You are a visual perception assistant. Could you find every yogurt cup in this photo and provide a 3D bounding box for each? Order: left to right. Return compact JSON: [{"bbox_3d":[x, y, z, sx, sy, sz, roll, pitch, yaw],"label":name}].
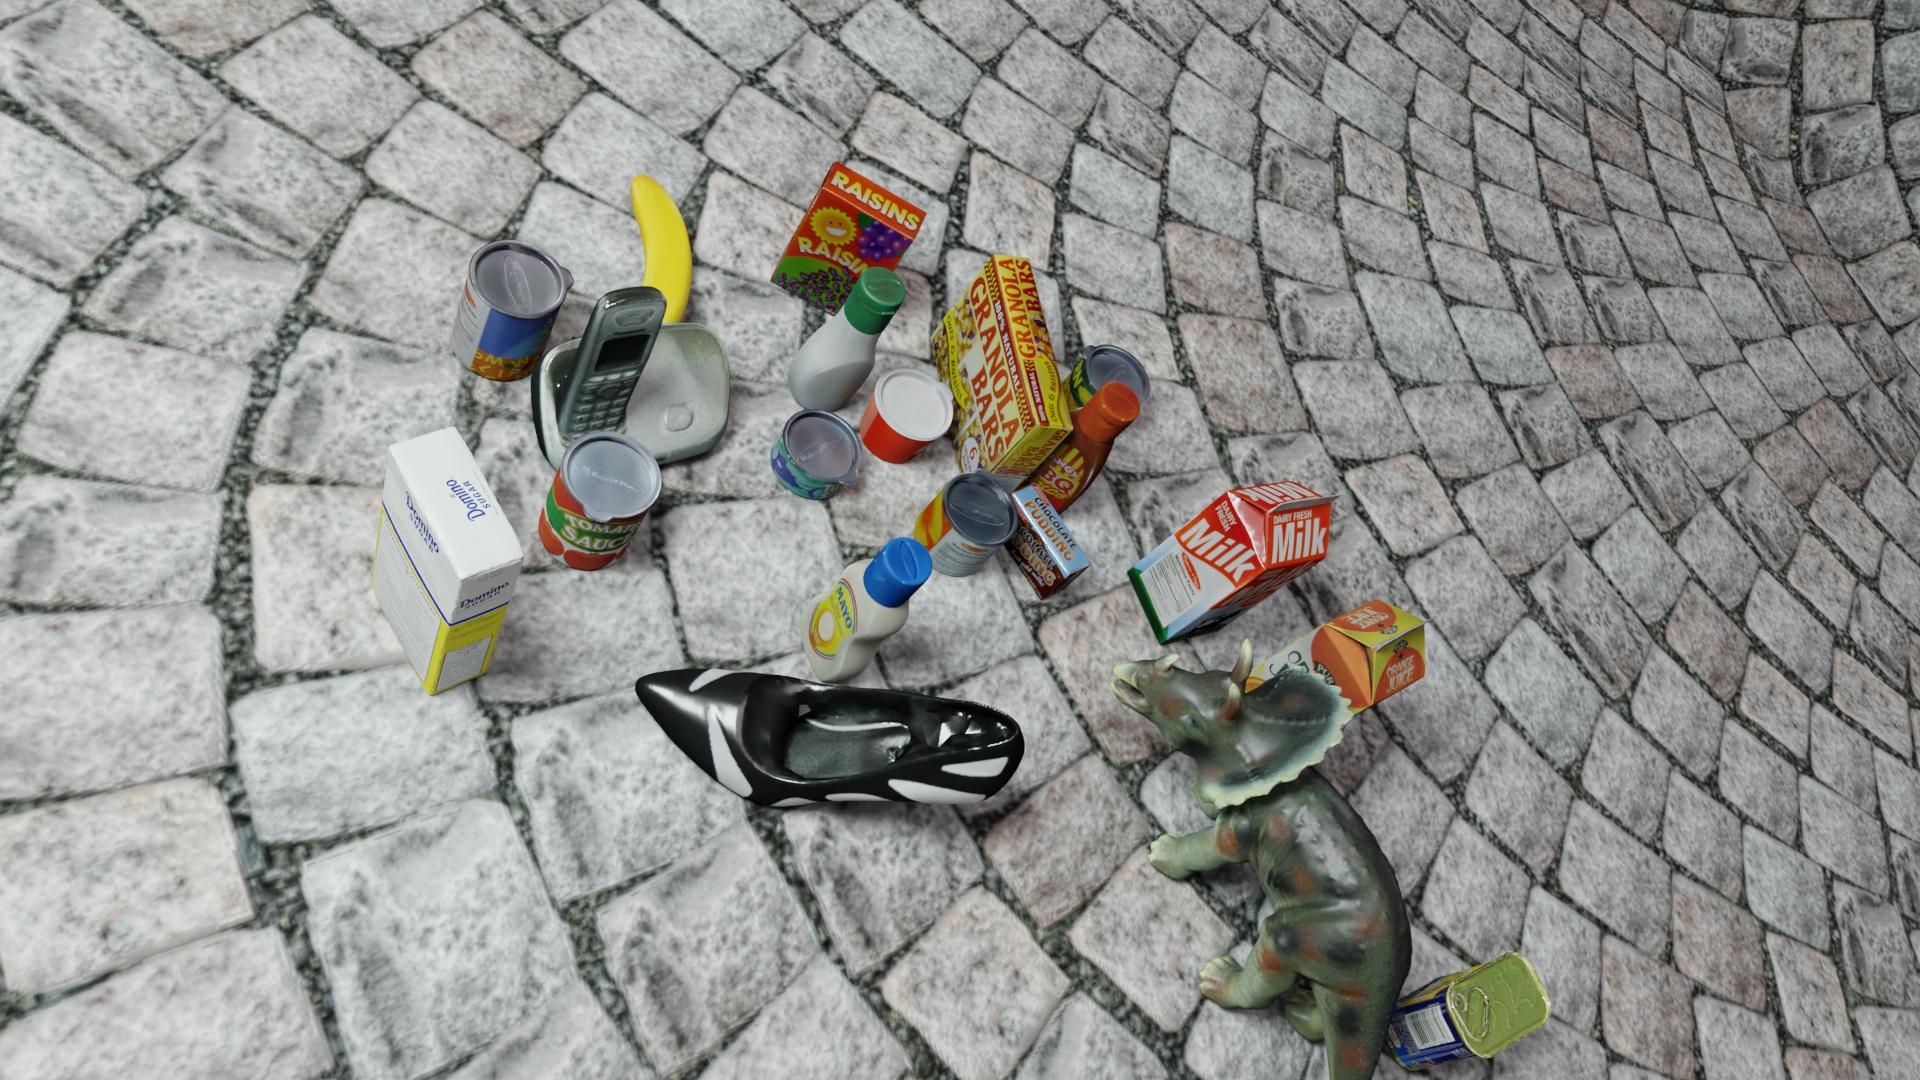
[{"bbox_3d":[-0.047,-0.099,1.130,0.072,0.053,0.073,14,57,-22],"label":"yogurt cup"}]

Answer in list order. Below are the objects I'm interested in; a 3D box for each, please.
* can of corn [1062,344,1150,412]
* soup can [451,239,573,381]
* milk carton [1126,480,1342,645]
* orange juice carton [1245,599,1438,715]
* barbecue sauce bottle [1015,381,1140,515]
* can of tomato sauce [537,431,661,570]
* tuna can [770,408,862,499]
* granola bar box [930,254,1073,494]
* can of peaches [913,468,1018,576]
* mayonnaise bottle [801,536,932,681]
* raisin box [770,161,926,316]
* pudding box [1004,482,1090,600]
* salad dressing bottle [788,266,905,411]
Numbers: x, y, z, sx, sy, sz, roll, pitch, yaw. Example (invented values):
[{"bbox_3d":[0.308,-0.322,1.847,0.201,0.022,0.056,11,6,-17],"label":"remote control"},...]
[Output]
[{"bbox_3d":[0.125,-0.134,1.245,0.071,0.058,0.071,14,57,-22],"label":"can of corn"},{"bbox_3d":[-0.321,-0.163,0.995,0.071,0.083,0.071,14,57,-22],"label":"soup can"},{"bbox_3d":[0.225,0.011,1.131,0.072,0.189,0.073,-9,68,-33],"label":"milk carton"},{"bbox_3d":[0.296,0.109,1.111,0.072,0.191,0.073,-18,73,-36],"label":"orange juice carton"},{"bbox_3d":[0.093,-0.076,1.134,0.065,0.147,0.044,39,51,-4],"label":"barbecue sauce bottle"},{"bbox_3d":[-0.249,-0.024,0.953,0.071,0.082,0.071,14,57,-22],"label":"can of tomato sauce"},{"bbox_3d":[-0.112,-0.065,1.087,0.071,0.032,0.071,14,57,-22],"label":"tuna can"},{"bbox_3d":[0.030,-0.133,1.148,0.039,0.123,0.166,2,62,-28],"label":"granola bar box"},{"bbox_3d":[0.004,-0.014,1.106,0.071,0.057,0.071,14,57,-22],"label":"can of peaches"},{"bbox_3d":[-0.067,0.046,0.973,0.041,0.147,0.065,-5,65,-32],"label":"mayonnaise bottle"},{"bbox_3d":[-0.094,-0.242,1.144,0.086,0.122,0.040,28,53,-12],"label":"raisin box"},{"bbox_3d":[0.064,0.001,1.137,0.030,0.049,0.084,-25,77,-37],"label":"pudding box"},{"bbox_3d":[-0.087,-0.155,1.080,0.064,0.147,0.044,-10,68,-33],"label":"salad dressing bottle"}]
